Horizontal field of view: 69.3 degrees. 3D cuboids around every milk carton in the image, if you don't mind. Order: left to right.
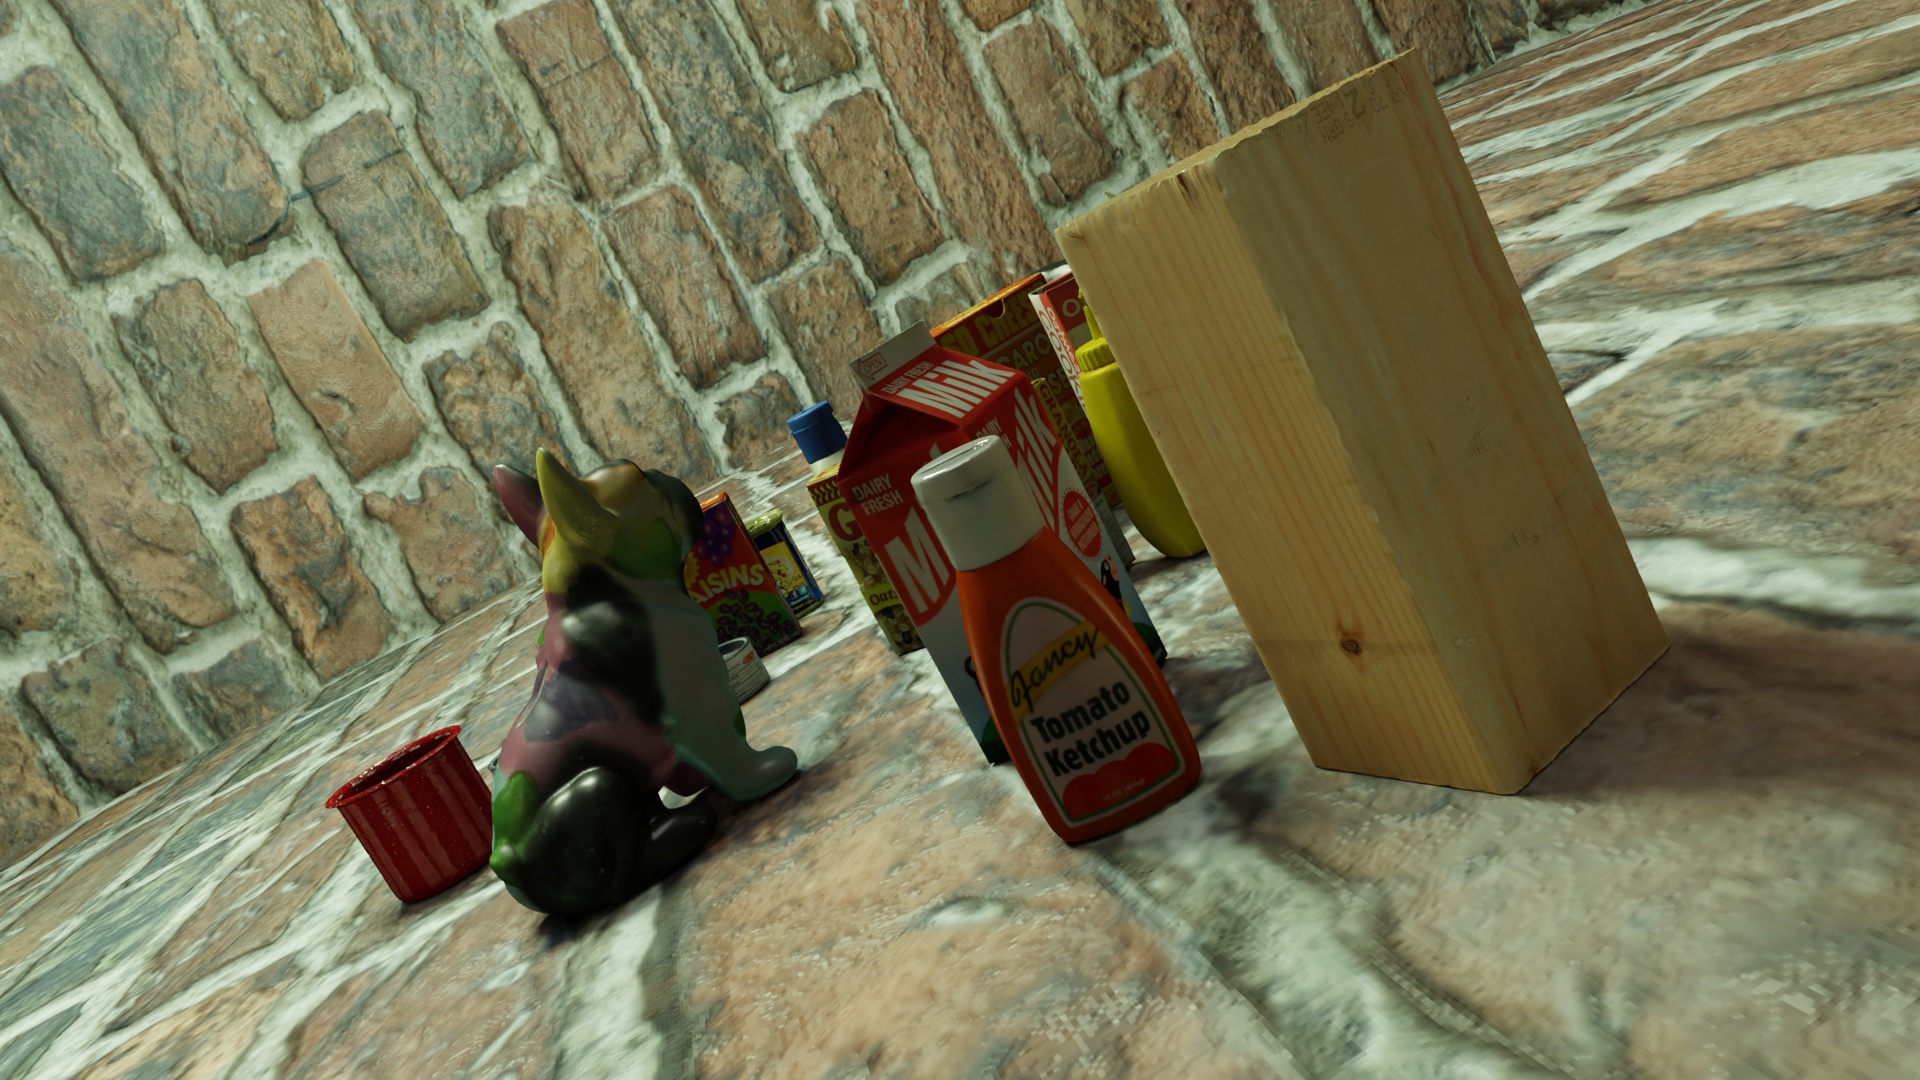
[{"bbox_3d":[0.012,-0.004,0.617,0.073,0.190,0.073,-20,13,32],"label":"milk carton"}]

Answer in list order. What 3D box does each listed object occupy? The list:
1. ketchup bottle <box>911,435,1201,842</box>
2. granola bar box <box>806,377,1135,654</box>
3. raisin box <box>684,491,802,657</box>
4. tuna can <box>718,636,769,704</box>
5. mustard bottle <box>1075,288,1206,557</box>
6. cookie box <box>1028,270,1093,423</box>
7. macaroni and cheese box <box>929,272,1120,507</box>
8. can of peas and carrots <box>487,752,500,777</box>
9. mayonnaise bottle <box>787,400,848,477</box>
[{"bbox_3d":[0.031,0.034,0.511,0.065,0.148,0.043,-27,11,4],"label":"ketchup bottle"},{"bbox_3d":[0.003,-0.010,0.831,0.165,0.124,0.039,-20,13,33],"label":"granola bar box"},{"bbox_3d":[-0.187,0.037,1.056,0.086,0.123,0.040,-28,11,-1],"label":"raisin box"},{"bbox_3d":[-0.172,0.099,0.978,0.071,0.032,0.071,-26,11,6],"label":"tuna can"},{"bbox_3d":[0.104,-0.070,0.776,0.065,0.160,0.049,-32,12,-20],"label":"mustard bottle"},{"bbox_3d":[0.133,-0.103,0.835,0.123,0.167,0.040,-29,11,-10],"label":"cookie box"},{"bbox_3d":[0.046,-0.083,0.949,0.040,0.166,0.124,-14,17,49],"label":"macaroni and cheese box"},{"bbox_3d":[-0.253,0.148,0.879,0.071,0.058,0.071,-26,11,6],"label":"can of peas and carrots"},{"bbox_3d":[-0.084,-0.036,1.078,0.041,0.148,0.065,-28,11,-3],"label":"mayonnaise bottle"}]
